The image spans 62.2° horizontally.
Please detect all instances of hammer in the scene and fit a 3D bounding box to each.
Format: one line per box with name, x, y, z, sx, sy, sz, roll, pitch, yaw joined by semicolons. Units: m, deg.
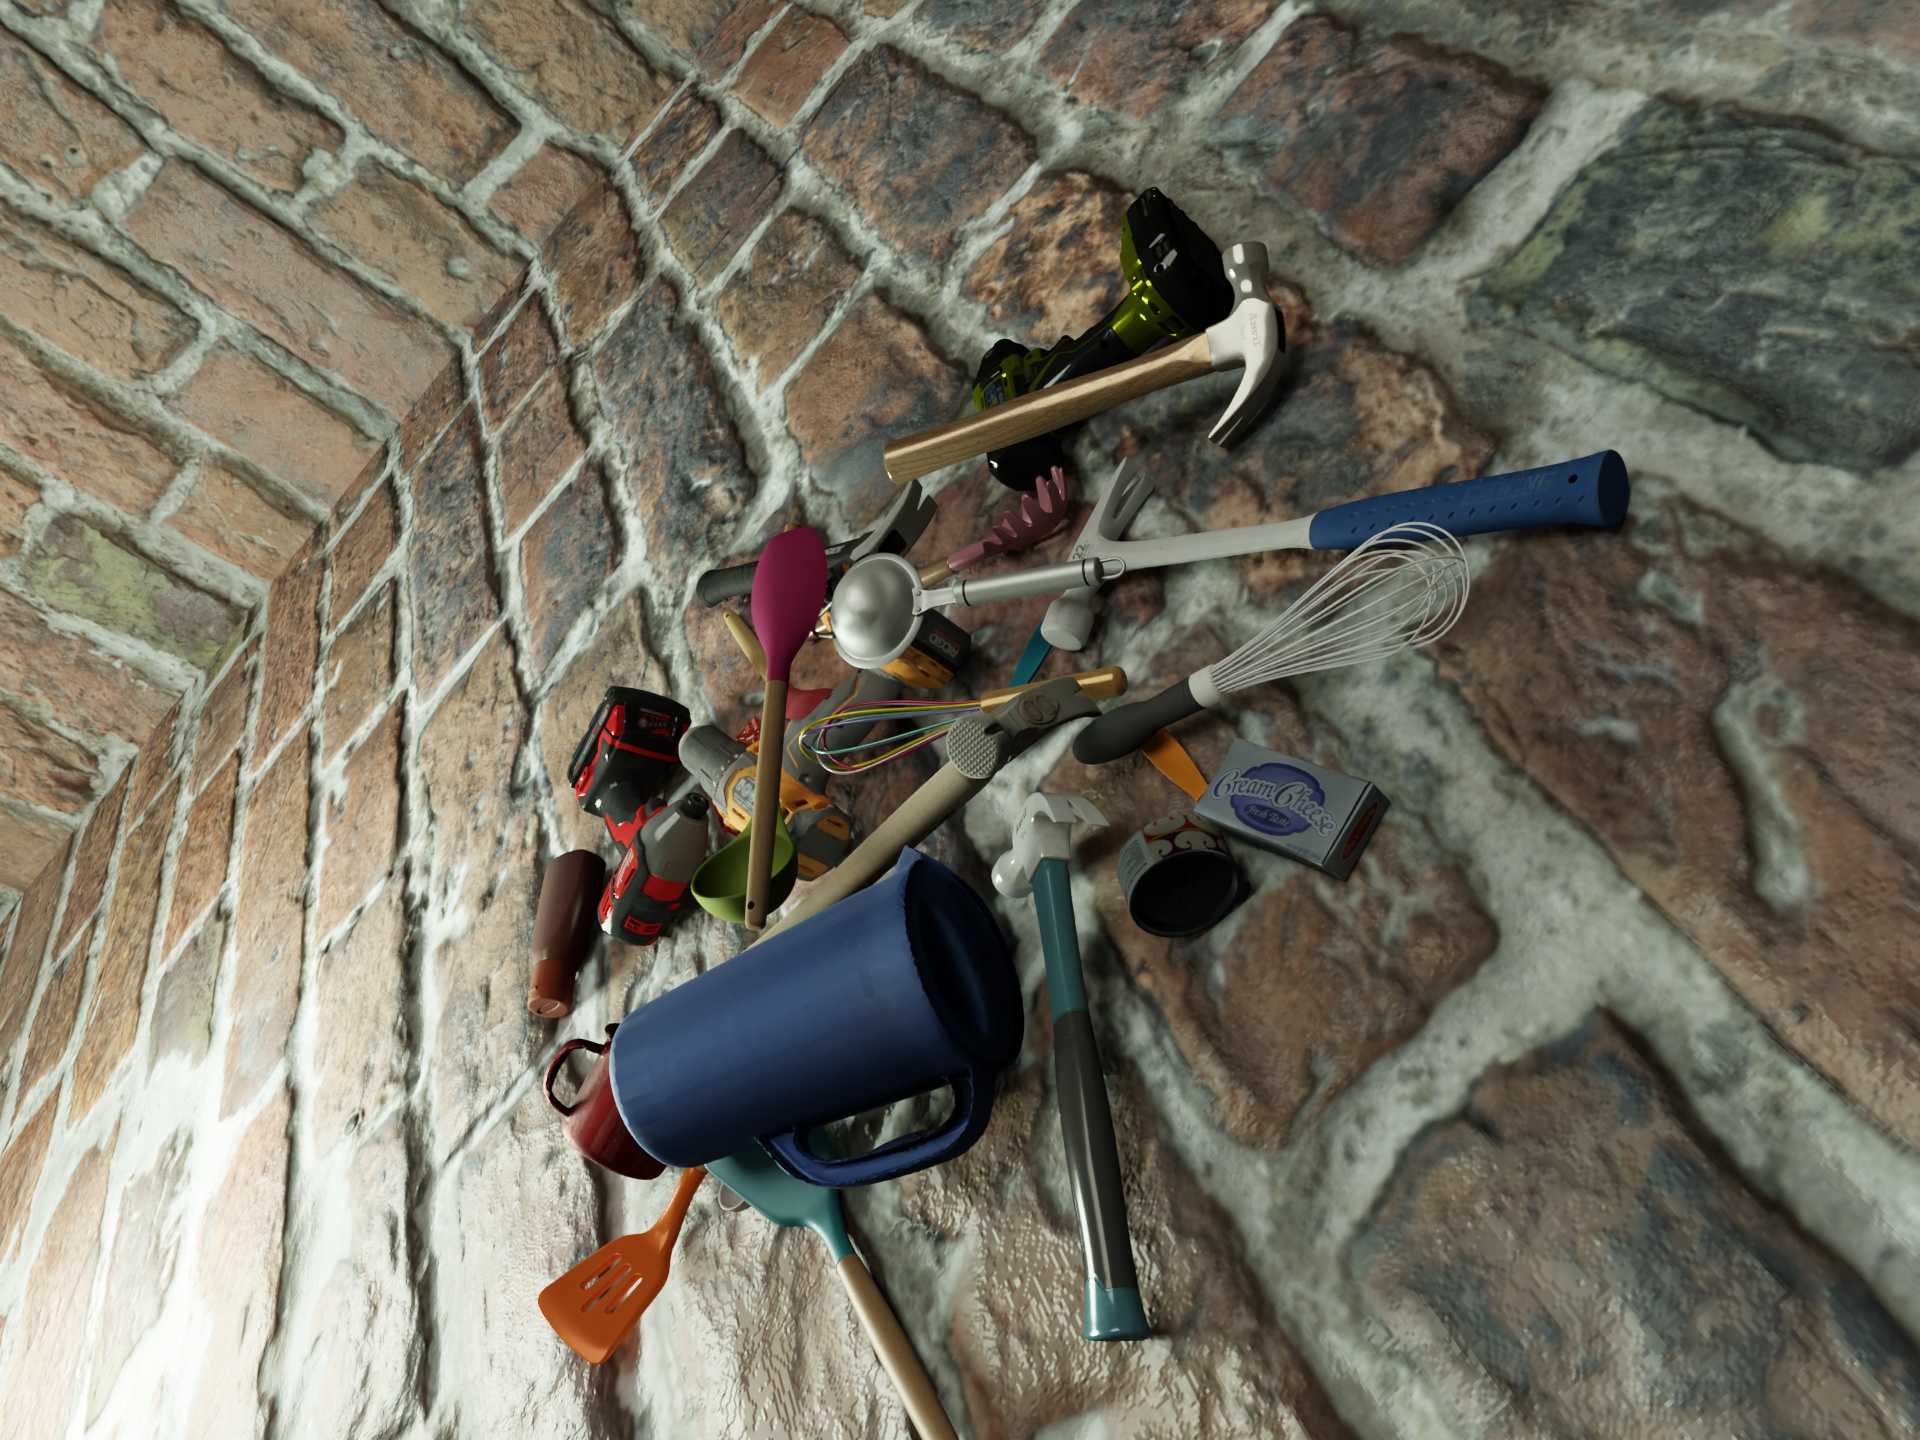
hammer;0.064;0.181;0.888;0.128;0.033;0.331;112;158;-47
hammer;0.083;-0.234;1.174;0.331;0.031;0.130;-14;78;31
hammer;-0.148;-0.141;1.439;0.335;0.035;0.146;-3;43;55
hammer;-0.069;0.107;1.094;0.410;0.146;0.038;-43;78;34
hammer;0.216;-0.123;0.995;0.405;0.035;0.144;-2;59;50

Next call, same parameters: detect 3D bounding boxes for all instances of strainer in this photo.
strainer;-0.006;-0.090;1.120;0.258;0.050;0.087;-8;76;25

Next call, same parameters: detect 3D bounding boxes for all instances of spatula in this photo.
spatula;-0.064;0.332;0.930;0.082;0.044;0.318;-44;35;-3
spatula;-0.174;0.288;1.106;0.081;0.041;0.322;26;80;40

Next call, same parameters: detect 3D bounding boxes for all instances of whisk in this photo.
whisk;-0.001;-0.002;1.104;0.245;0.047;0.051;-12;14;21
whisk;0.174;-0.035;0.947;0.284;0.070;0.070;-29;41;37

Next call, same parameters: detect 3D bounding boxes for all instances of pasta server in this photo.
pasta server;-0.028;-0.125;1.294;0.316;0.040;0.060;-22;21;41

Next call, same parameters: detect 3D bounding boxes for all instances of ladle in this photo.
ladle;-0.144;-0.007;1.170;0.078;0.062;0.320;-7;67;25
ladle;-0.164;-0.042;1.398;0.069;0.031;0.316;-48;32;3

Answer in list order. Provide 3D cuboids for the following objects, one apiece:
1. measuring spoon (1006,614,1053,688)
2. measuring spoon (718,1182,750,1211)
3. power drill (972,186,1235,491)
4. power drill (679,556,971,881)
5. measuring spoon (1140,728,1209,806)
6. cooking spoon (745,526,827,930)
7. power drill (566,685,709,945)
measuring spoon;0.052;-0.031;1.138;0.042;0.021;0.129;5;55;39
measuring spoon;-0.124;0.278;1.082;0.034;0.018;0.124;1;55;51
power drill;0.101;-0.305;1.261;0.223;0.080;0.171;-38;38;28
power drill;-0.116;-0.011;1.236;0.185;0.084;0.226;33;90;41
measuring spoon;0.136;0.029;0.986;0.021;0.011;0.117;-44;31;5
cooking spoon;-0.133;-0.003;1.134;0.069;0.017;0.319;-13;60;26
power drill;-0.269;0.073;1.362;0.143;0.078;0.220;-58;34;23
